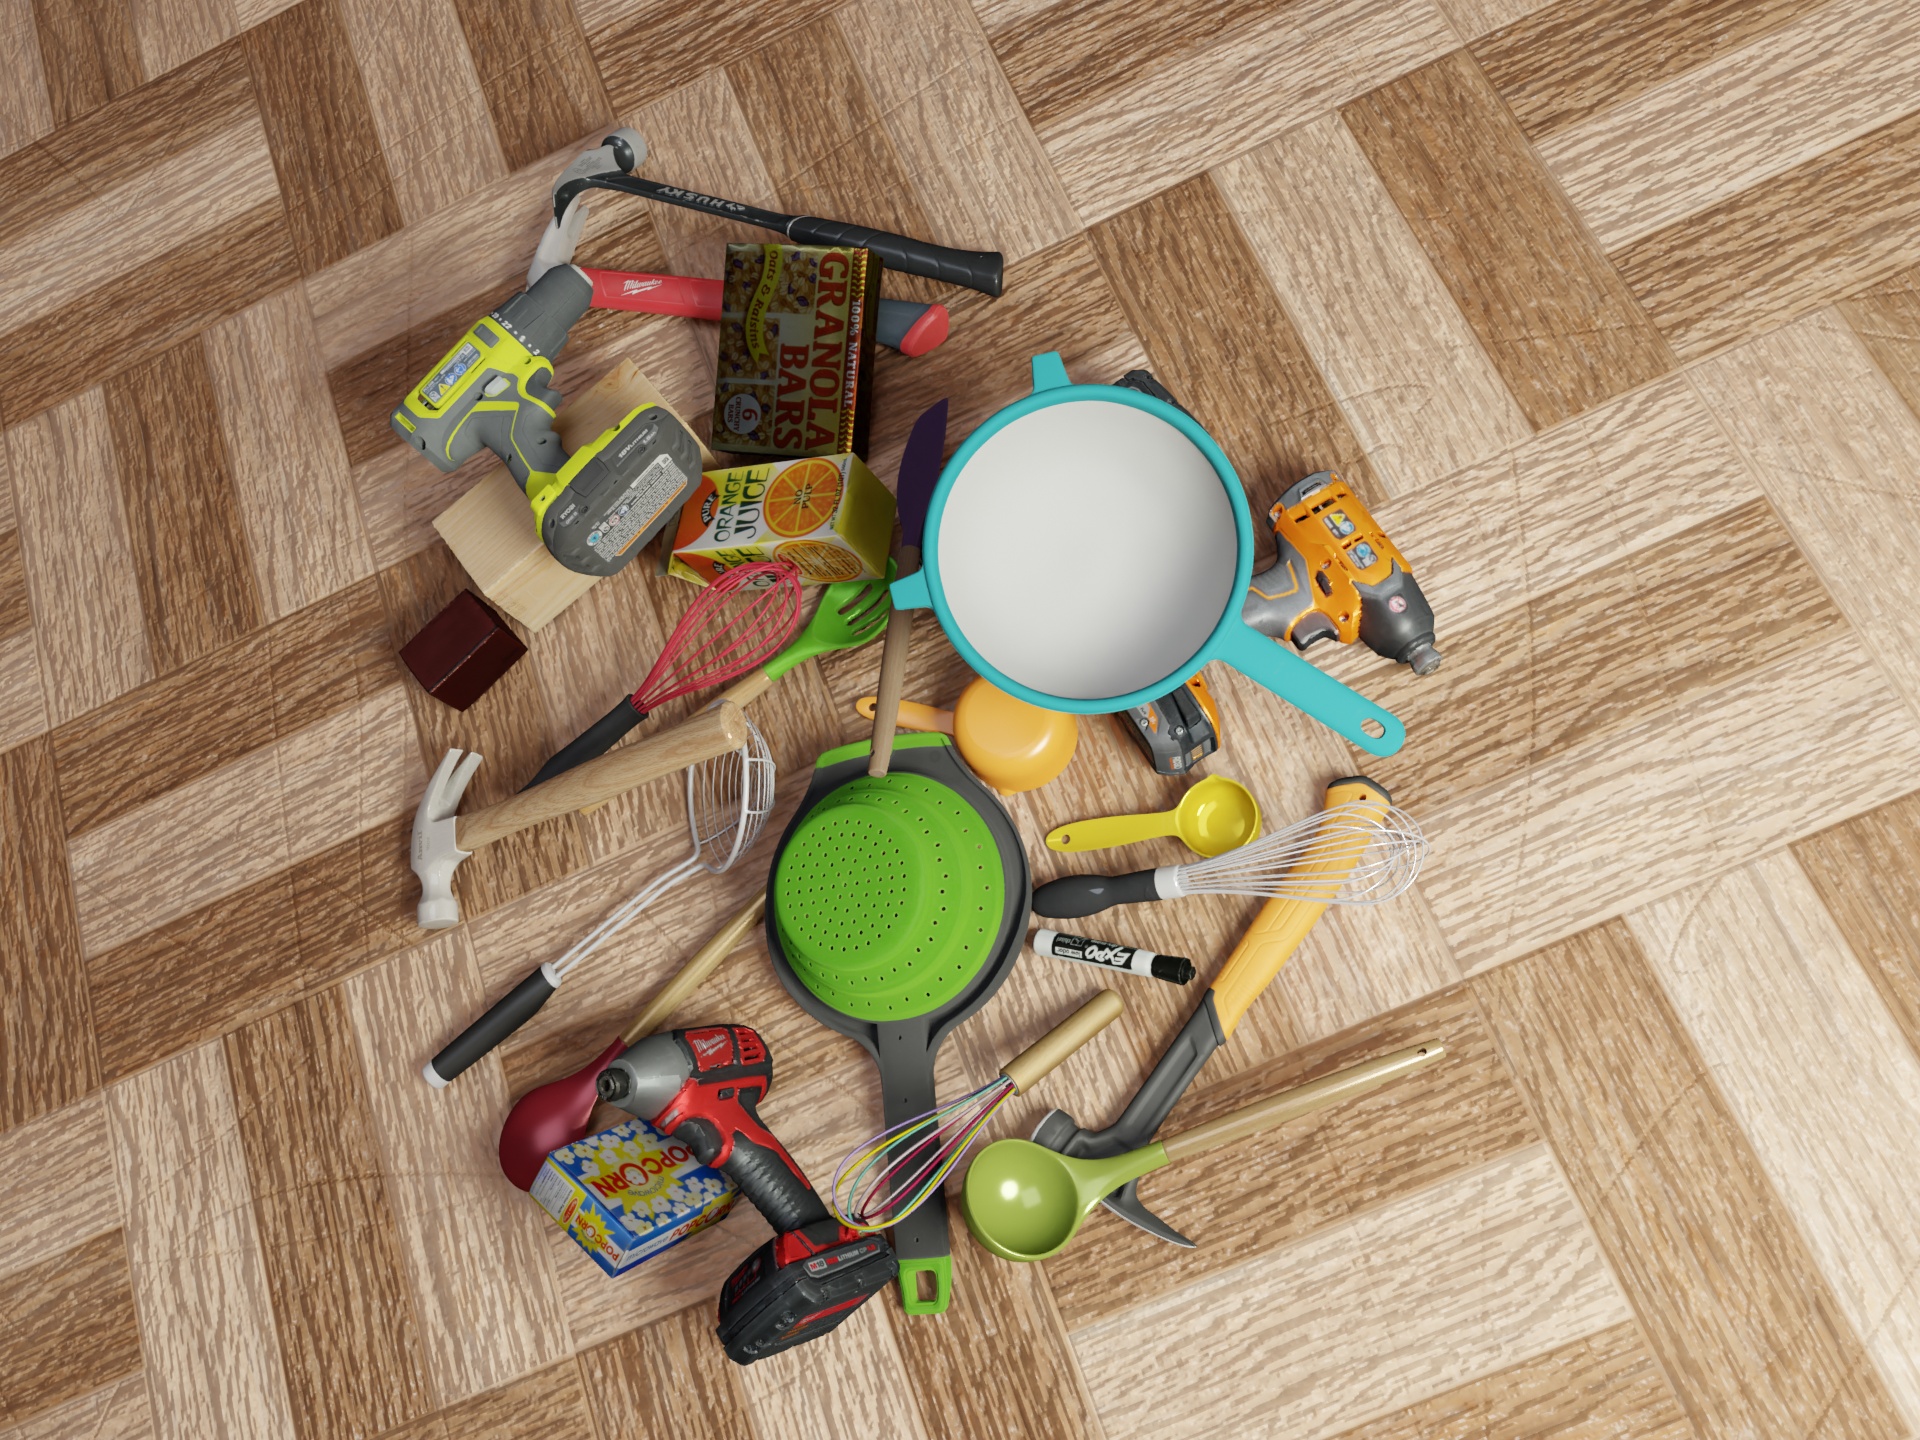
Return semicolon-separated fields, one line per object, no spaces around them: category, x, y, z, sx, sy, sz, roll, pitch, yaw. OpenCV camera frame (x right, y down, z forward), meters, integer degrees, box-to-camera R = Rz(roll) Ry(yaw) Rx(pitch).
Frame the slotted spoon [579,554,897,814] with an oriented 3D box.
slotted spoon;-0.170;-0.022;1.234;0.314;0.031;0.070;-36;57;3

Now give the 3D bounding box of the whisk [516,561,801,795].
whisk;-0.233;-0.023;1.220;0.296;0.073;0.073;-39;67;12

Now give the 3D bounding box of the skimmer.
skimmer;-0.276;0.134;1.175;0.363;0.090;0.127;-40;39;1

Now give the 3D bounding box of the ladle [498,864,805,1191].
ladle;-0.226;0.219;1.169;0.069;0.031;0.315;41;84;24

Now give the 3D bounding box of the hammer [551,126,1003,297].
hammer;-0.153;-0.416;1.332;0.409;0.036;0.149;18;44;15

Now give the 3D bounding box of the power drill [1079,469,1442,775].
power drill;0.214;-0.057;1.117;0.226;0.084;0.164;-32;68;-1

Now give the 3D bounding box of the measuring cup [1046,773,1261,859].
measuring cup;0.137;0.078;1.126;0.156;0.029;0.062;-10;72;24

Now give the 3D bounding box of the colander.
colander;-0.053;0.197;1.075;0.204;0.094;0.397;-10;75;18

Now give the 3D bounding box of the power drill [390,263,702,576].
power drill;-0.306;-0.235;1.217;0.229;0.080;0.190;41;86;24

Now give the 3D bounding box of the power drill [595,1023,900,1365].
power drill;-0.149;0.300;1.052;0.078;0.143;0.220;-46;63;20

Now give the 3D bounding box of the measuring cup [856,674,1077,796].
measuring cup;-0.002;-0.004;1.168;0.173;0.052;0.095;10;75;16

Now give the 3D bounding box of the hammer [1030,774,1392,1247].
hammer;0.192;0.183;1.066;0.127;0.034;0.337;33;83;23

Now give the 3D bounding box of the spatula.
spatula;-0.041;-0.102;1.161;0.060;0.018;0.316;-27;47;47

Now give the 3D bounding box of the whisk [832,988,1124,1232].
whisk;0.018;0.253;1.039;0.245;0.047;0.051;-33;105;-27

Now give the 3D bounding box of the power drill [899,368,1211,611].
power drill;0.068;-0.159;1.181;0.226;0.080;0.188;-35;48;2

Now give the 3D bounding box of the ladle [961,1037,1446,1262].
ladle;0.152;0.260;1.002;0.320;0.062;0.078;-22;61;5

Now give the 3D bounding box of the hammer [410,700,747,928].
hammer;-0.292;0.051;1.184;0.331;0.031;0.130;-21;68;28

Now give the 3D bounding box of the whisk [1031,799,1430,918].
whisk;0.170;0.102;1.058;0.284;0.070;0.070;-12;68;30

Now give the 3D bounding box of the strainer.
strainer;0.138;-0.075;1.052;0.340;0.095;0.211;32;92;3

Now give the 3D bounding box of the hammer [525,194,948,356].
hammer;-0.191;-0.368;1.348;0.386;0.038;0.143;10;73;18
